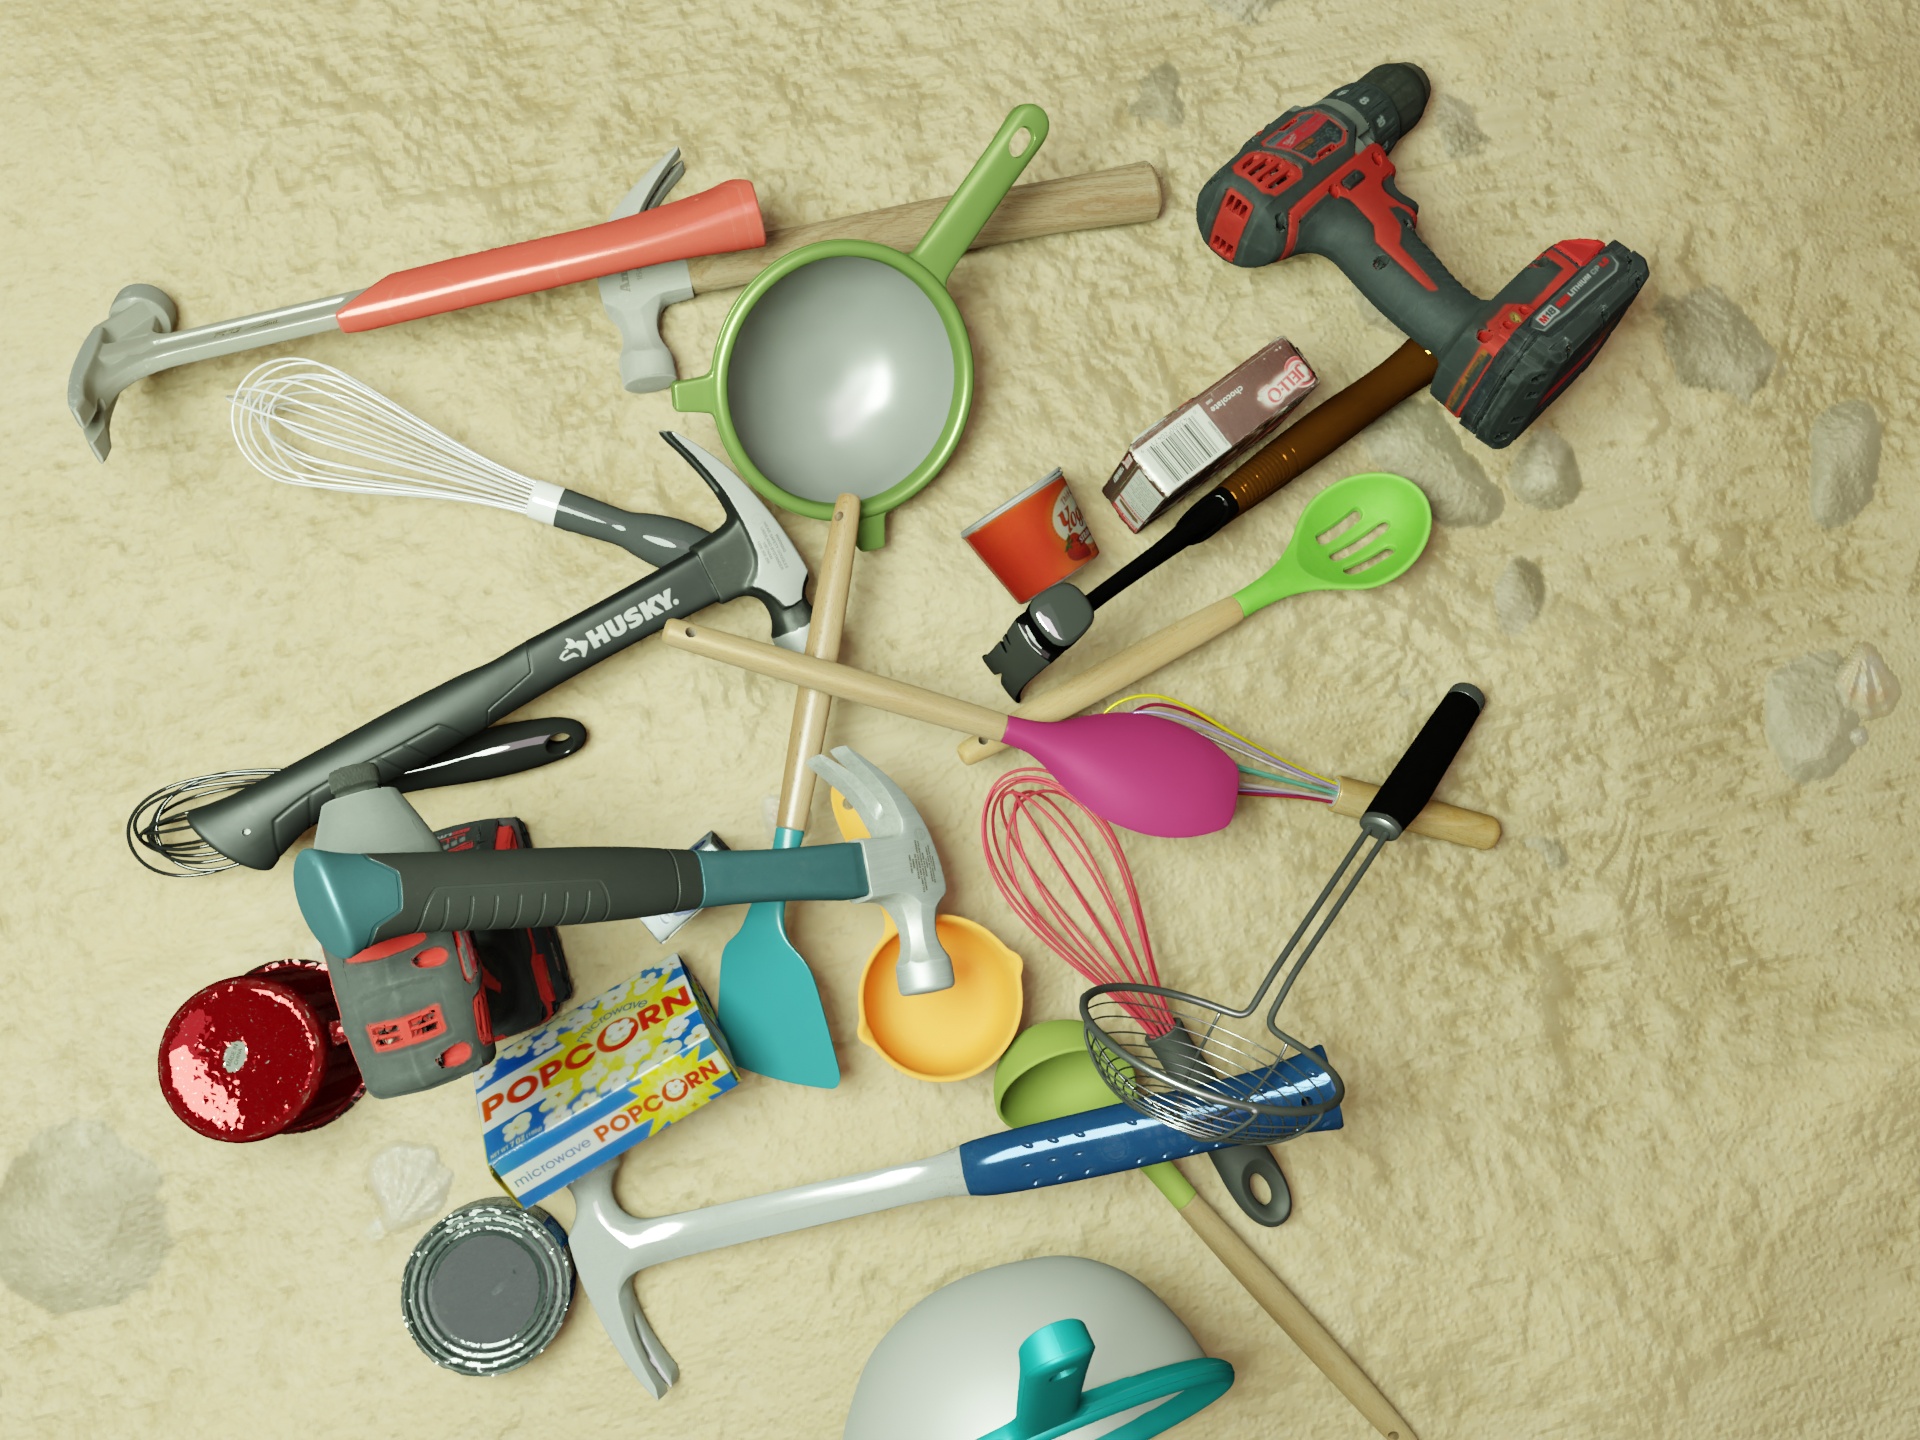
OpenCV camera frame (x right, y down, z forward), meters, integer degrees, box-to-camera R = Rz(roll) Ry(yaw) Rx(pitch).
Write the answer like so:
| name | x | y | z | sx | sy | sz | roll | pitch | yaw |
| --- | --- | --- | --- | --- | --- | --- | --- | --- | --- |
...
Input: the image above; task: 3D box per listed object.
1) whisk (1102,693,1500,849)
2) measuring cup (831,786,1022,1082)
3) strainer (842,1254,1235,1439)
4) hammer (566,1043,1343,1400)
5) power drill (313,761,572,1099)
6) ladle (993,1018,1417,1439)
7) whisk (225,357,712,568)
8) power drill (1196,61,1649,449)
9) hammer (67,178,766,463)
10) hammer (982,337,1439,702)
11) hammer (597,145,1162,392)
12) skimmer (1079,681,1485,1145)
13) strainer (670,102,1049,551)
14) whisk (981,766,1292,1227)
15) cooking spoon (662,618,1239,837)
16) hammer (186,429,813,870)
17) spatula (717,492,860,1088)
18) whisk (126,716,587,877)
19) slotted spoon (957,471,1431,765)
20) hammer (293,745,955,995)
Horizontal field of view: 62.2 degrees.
| name | x | y | z | sx | sy | sz | roll | pitch | yaw |
| --- | --- | --- | --- | --- | --- | --- | --- | --- | --- |
| whisk | 0.194 | 0.033 | 0.906 | 0.245 | 0.051 | 0.047 | 15 | 76 | -7 |
| measuring cup | -0.030 | 0.114 | 0.871 | 0.095 | 0.052 | 0.174 | -25 | 79 | -8 |
| strainer | 0.023 | 0.293 | 0.740 | 0.211 | 0.340 | 0.095 | -18 | 58 | -11 |
| hammer | -0.006 | 0.240 | 0.819 | 0.405 | 0.035 | 0.144 | -15 | 87 | 7 |
| power drill | -0.252 | 0.097 | 0.763 | 0.078 | 0.219 | 0.143 | -17 | 86 | -8 |
| ladle | 0.139 | 0.287 | 0.864 | 0.078 | 0.062 | 0.320 | -41 | 92 | 22 |
| whisk | -0.259 | -0.131 | 0.876 | 0.284 | 0.070 | 0.070 | 18 | 82 | -9 |
| power drill | 0.270 | -0.280 | 0.908 | 0.227 | 0.080 | 0.188 | 41 | 64 | 15 |
| hammer | -0.280 | -0.225 | 0.843 | 0.359 | 0.036 | 0.149 | -15 | 41 | -6 |
| hammer | 0.154 | -0.125 | 0.904 | 0.337 | 0.127 | 0.034 | -36 | 87 | -18 |
| hammer | -0.045 | -0.284 | 0.924 | 0.331 | 0.031 | 0.130 | -12 | 85 | -7 |
| skimmer | 0.191 | 0.075 | 0.812 | 0.127 | 0.090 | 0.363 | 22 | 51 | 29 |
| strainer | -0.042 | -0.233 | 0.880 | 0.151 | 0.069 | 0.256 | 35 | 91 | -32 |
| whisk | 0.101 | 0.155 | 0.877 | 0.073 | 0.073 | 0.296 | -32 | 94 | -8 |
| cooking spoon | -0.001 | -0.003 | 0.841 | 0.319 | 0.017 | 0.069 | 16 | 67 | -7 |
| hammer | -0.238 | -0.025 | 0.831 | 0.335 | 0.035 | 0.146 | -31 | 109 | -15 |
| spatula | -0.082 | 0.034 | 0.856 | 0.082 | 0.044 | 0.317 | 6 | 82 | 32 |
| whisk | -0.319 | 0.036 | 0.854 | 0.239 | 0.055 | 0.055 | -14 | 85 | -12 |
| slotted spoon | 0.134 | -0.054 | 0.903 | 0.314 | 0.031 | 0.070 | -29 | 67 | -13 |
| hammer | -0.134 | 0.075 | 0.727 | 0.330 | 0.033 | 0.128 | 2 | 73 | -45 |
